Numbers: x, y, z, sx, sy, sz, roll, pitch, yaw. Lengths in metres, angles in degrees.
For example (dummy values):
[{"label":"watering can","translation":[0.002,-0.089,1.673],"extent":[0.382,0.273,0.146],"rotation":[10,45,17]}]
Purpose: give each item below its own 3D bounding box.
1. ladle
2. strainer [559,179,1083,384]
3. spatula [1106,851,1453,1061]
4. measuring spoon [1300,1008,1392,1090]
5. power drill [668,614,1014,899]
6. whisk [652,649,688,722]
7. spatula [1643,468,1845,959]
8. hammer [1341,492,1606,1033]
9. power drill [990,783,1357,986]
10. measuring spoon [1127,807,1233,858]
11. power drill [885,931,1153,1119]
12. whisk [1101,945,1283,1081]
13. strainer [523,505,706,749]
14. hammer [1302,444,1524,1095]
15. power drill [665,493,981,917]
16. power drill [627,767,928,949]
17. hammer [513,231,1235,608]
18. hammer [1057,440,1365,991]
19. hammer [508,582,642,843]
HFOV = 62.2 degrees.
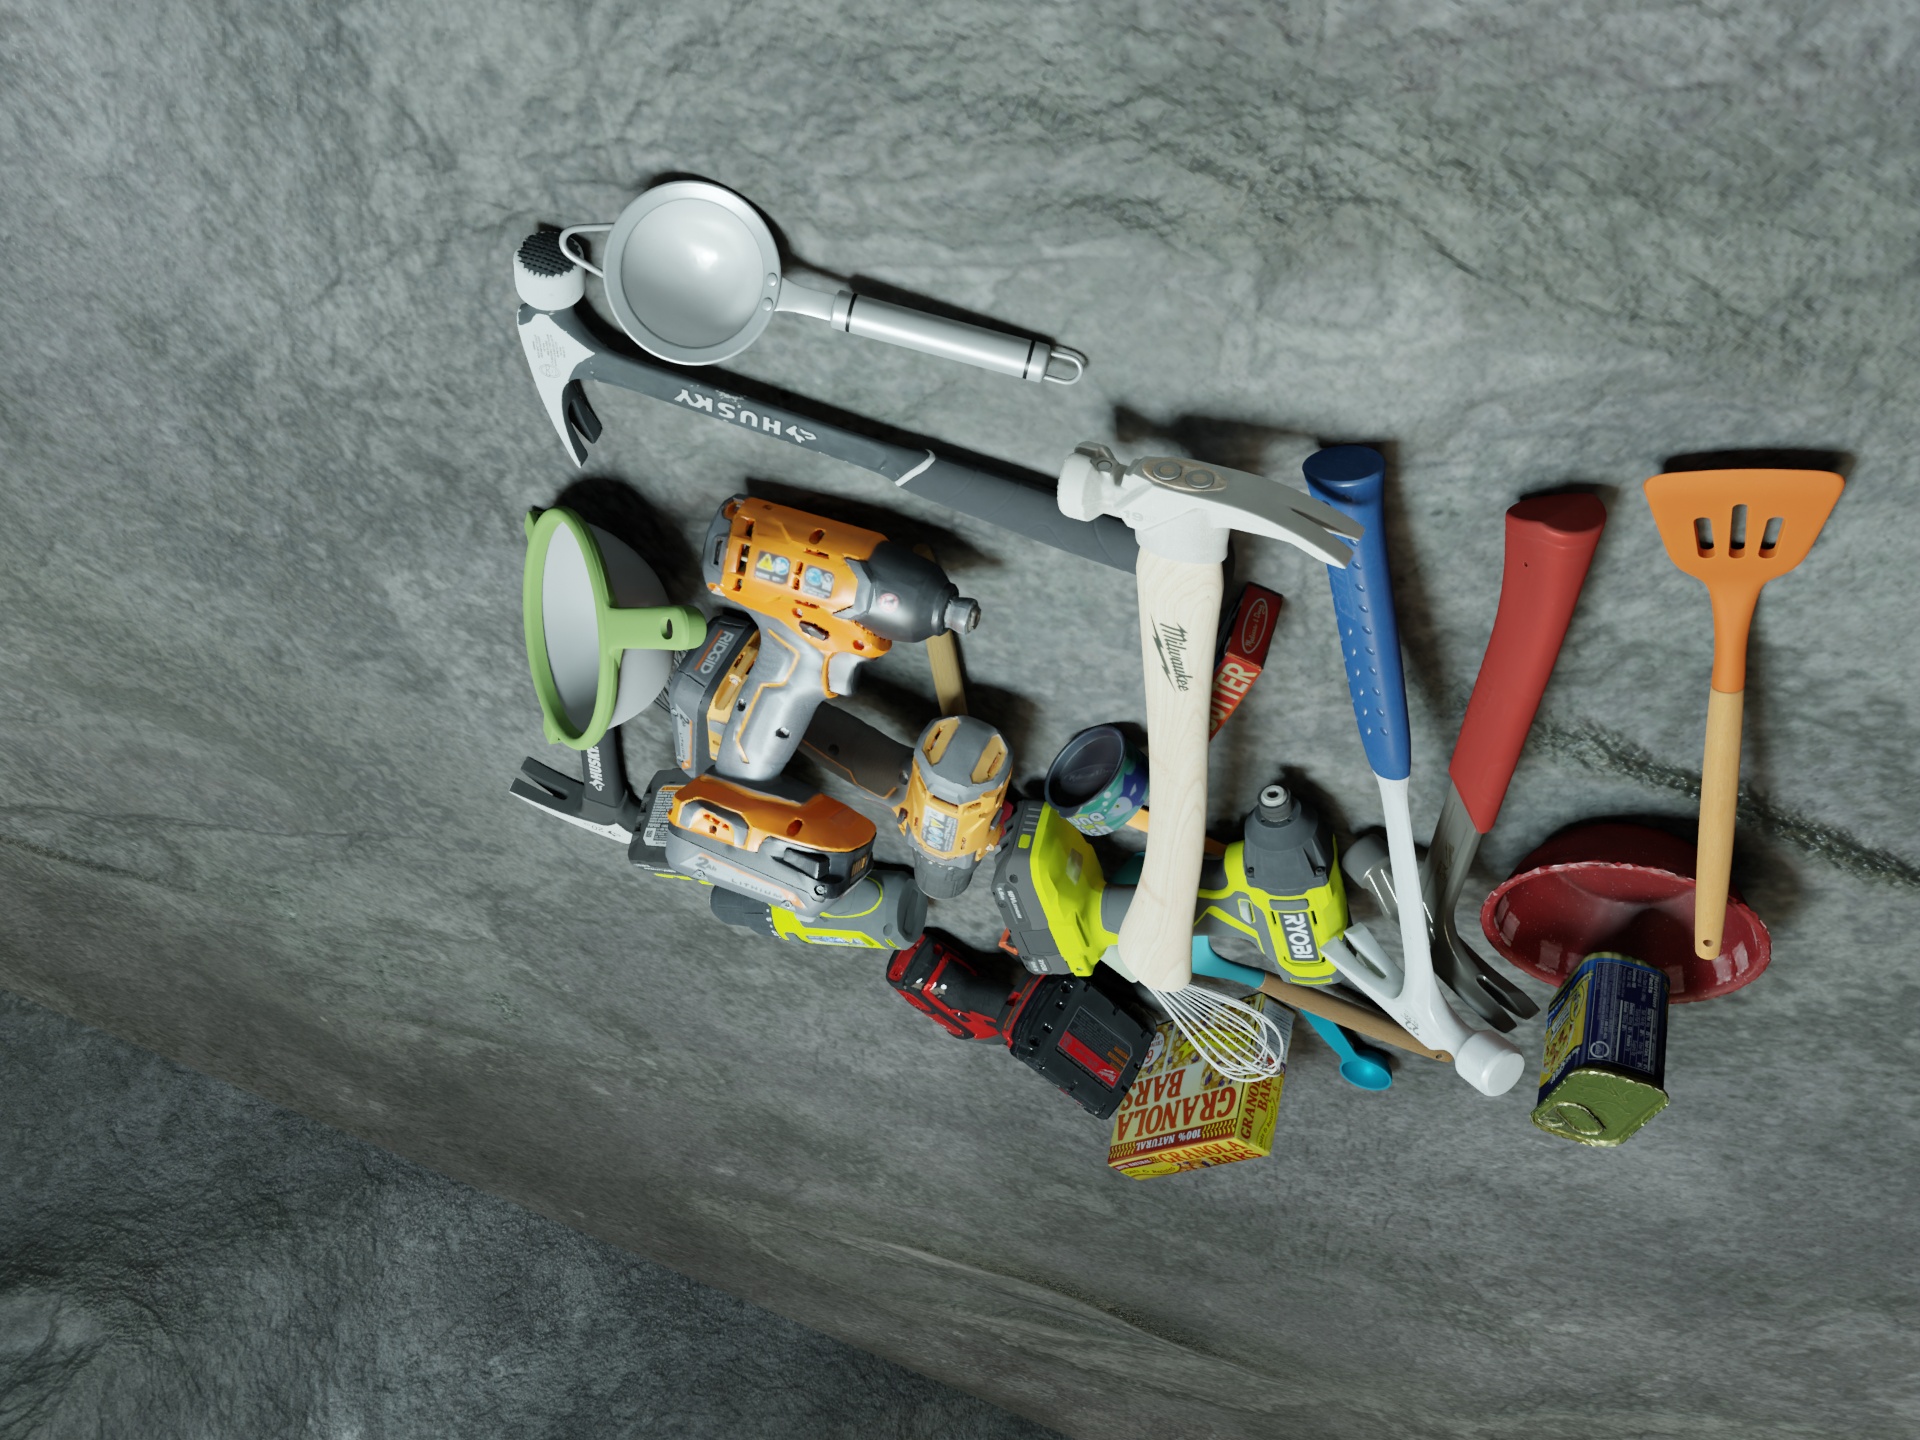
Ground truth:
[{"label":"ladle","translation":[-0.002,-0.003,1.051],"extent":[0.069,0.031,0.315],"rotation":[9,144,16]},{"label":"strainer","translation":[-0.065,-0.202,0.781],"extent":[0.258,0.050,0.087],"rotation":[15,104,0]},{"label":"spatula","translation":[0.244,0.193,1.194],"extent":[0.317,0.044,0.082],"rotation":[24,122,-18]},{"label":"measuring spoon","translation":[0.303,0.248,1.264],"extent":[0.042,0.021,0.128],"rotation":[-16,124,44]},{"label":"power drill","translation":[-0.077,0.036,1.077],"extent":[0.226,0.084,0.185],"rotation":[23,148,9]},{"label":"whisk","translation":[-0.199,-0.004,1.142],"extent":[0.055,0.055,0.238],"rotation":[14,151,10]},{"label":"spatula","translation":[0.384,0.007,0.800],"extent":[0.081,0.041,0.322],"rotation":[3,128,25]},{"label":"hammer","translation":[0.292,0.026,0.866],"extent":[0.149,0.036,0.358],"rotation":[50,156,34]},{"label":"power drill","translation":[0.143,0.108,1.070],"extent":[0.223,0.080,0.171],"rotation":[-3,135,22]},{"label":"measuring spoon","translation":[0.145,0.073,1.097],"extent":[0.117,0.011,0.021],"rotation":[21,140,5]},{"label":"power drill","translation":[0.045,0.244,1.300],"extent":[0.143,0.078,0.220],"rotation":[42,161,-30]},{"label":"whisk","translation":[0.144,0.193,1.208],"extent":[0.246,0.059,0.057],"rotation":[37,110,1]},{"label":"strainer","translation":[-0.190,-0.058,0.951],"extent":[0.069,0.151,0.256],"rotation":[-8,-173,-33]},{"label":"hammer","translation":[0.234,0.033,0.879],"extent":[0.144,0.035,0.405],"rotation":[39,154,52]},{"label":"power drill","translation":[-0.083,-0.005,0.940],"extent":[0.164,0.084,0.226],"rotation":[17,107,14]},{"label":"power drill","translation":[-0.155,0.117,1.240],"extent":[0.190,0.080,0.228],"rotation":[0,155,27]},{"label":"hammer","translation":[-0.045,-0.139,0.866],"extent":[0.409,0.036,0.149],"rotation":[19,149,1]},{"label":"hammer","translation":[0.131,0.029,0.898],"extent":[0.146,0.038,0.410],"rotation":[18,141,21]},{"label":"hammer","translation":[-0.279,-0.005,1.192],"extent":[0.146,0.035,0.334],"rotation":[18,147,3]}]
